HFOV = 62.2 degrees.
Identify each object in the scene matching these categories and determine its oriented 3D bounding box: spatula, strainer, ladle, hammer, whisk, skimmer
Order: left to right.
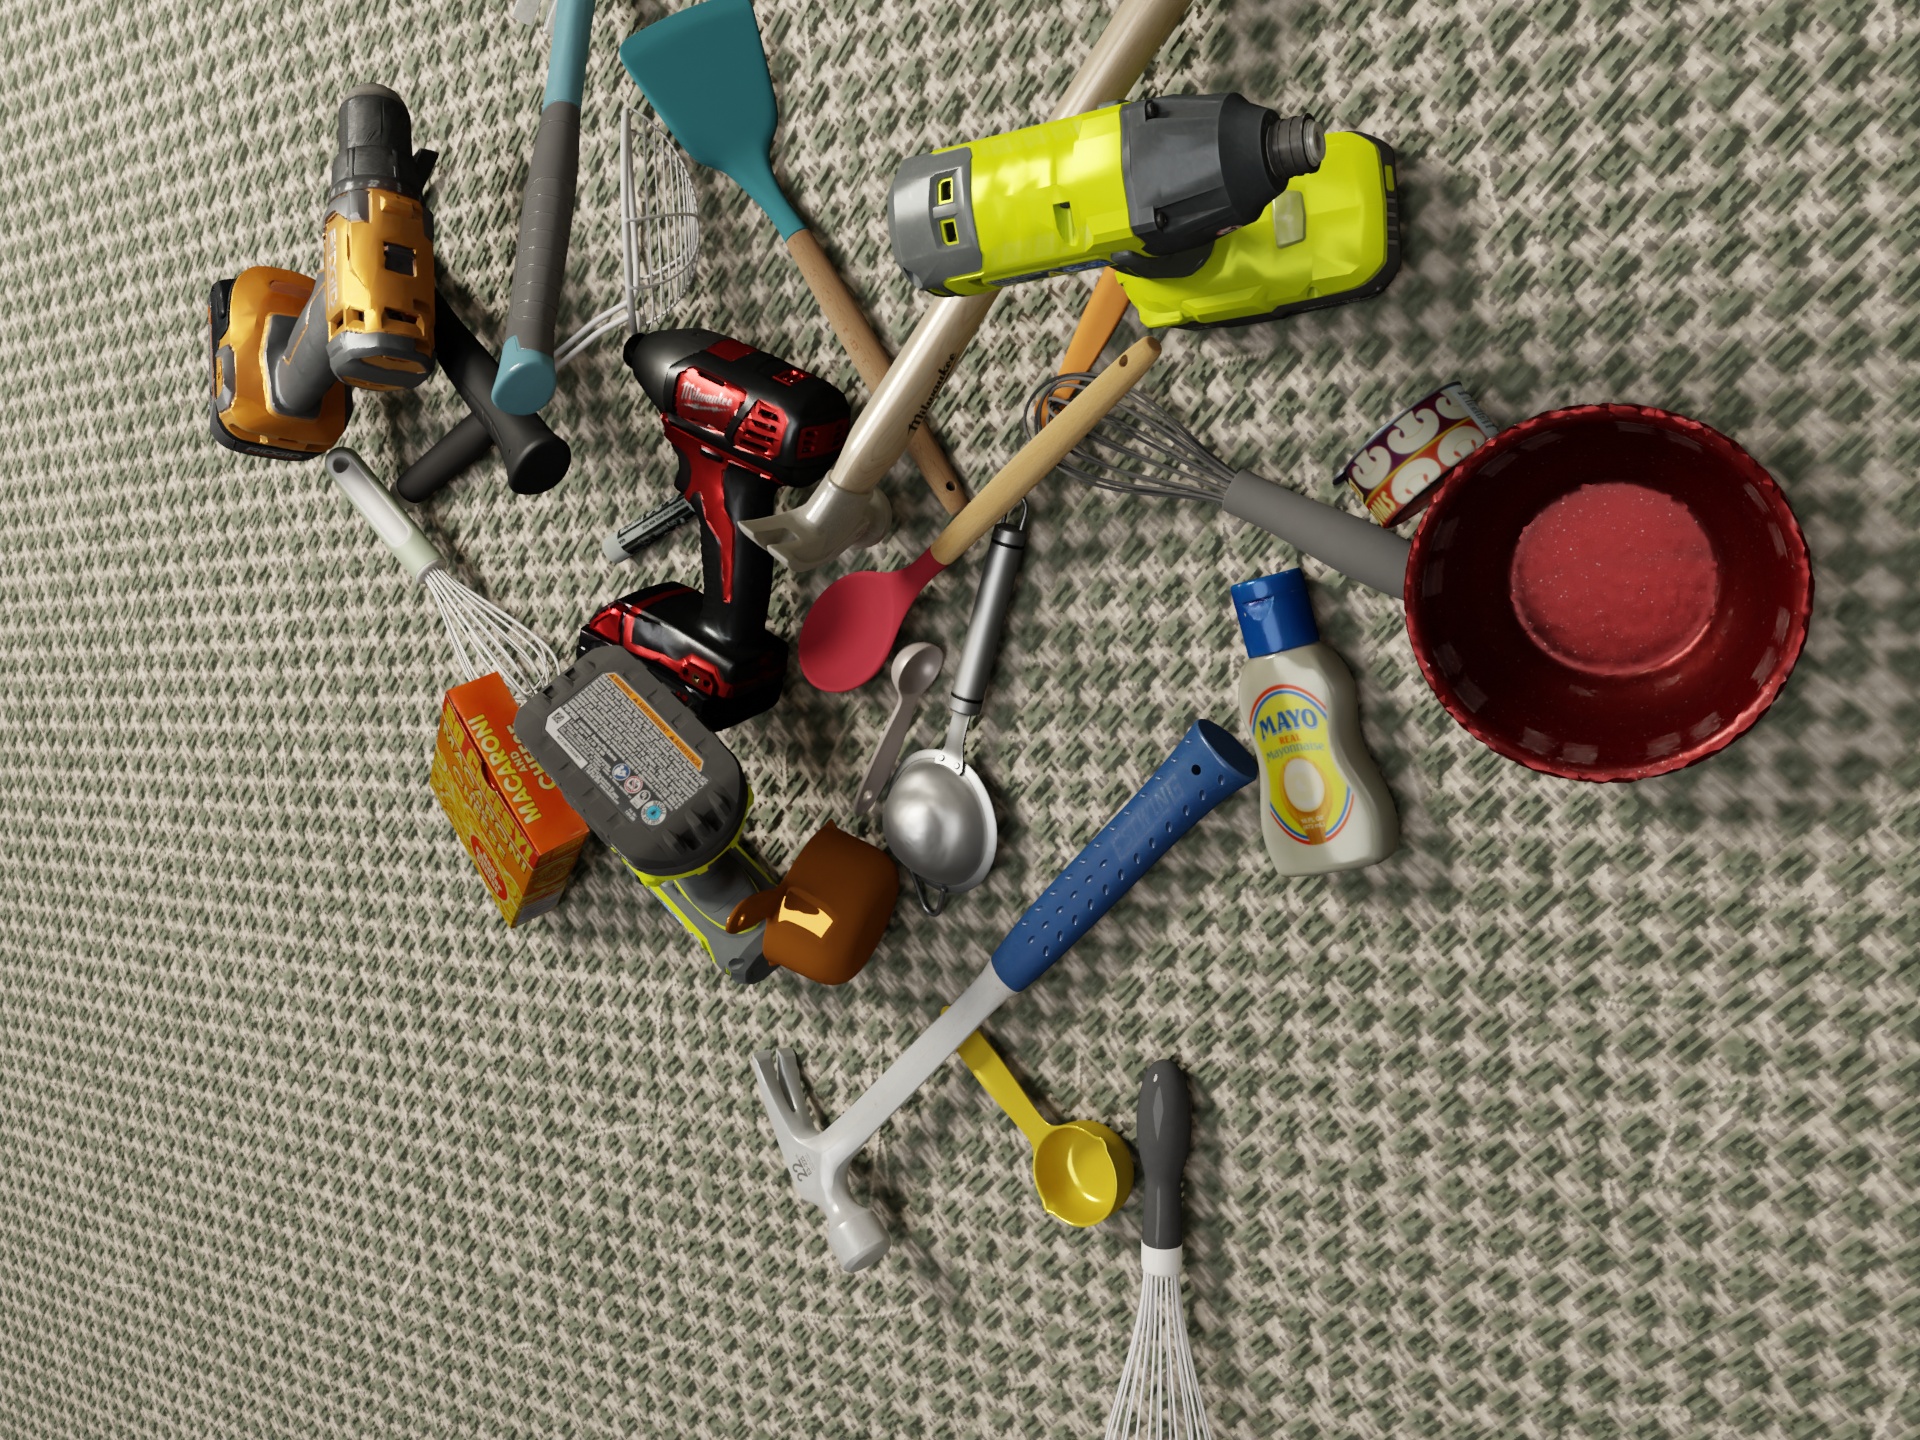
[{"bbox_3d":[-0.356,-0.096,1.084,0.058,0.059,0.246,-41,80,-3],"label":"whisk"},{"bbox_3d":[-0.314,-0.239,0.985,0.335,0.035,0.146,48,124,40],"label":"hammer"},{"bbox_3d":[-0.283,-0.236,0.998,0.363,0.090,0.127,-28,57,35],"label":"skimmer"},{"bbox_3d":[-0.227,-0.332,0.900,0.128,0.033,0.331,-15,66,51],"label":"hammer"},{"bbox_3d":[-0.079,-0.253,0.889,0.317,0.082,0.044,59,166,5],"label":"spatula"},{"bbox_3d":[-0.001,-0.003,0.896,0.087,0.050,0.258,26,109,35],"label":"strainer"},{"bbox_3d":[0.003,-0.103,0.840,0.315,0.031,0.069,-39,58,45],"label":"ladle"},{"bbox_3d":[0.016,0.146,0.905,0.405,0.035,0.144,-50,61,27],"label":"hammer"},{"bbox_3d":[0.027,-0.246,0.767,0.038,0.146,0.410,37,109,5],"label":"hammer"},{"bbox_3d":[0.110,0.326,0.880,0.070,0.070,0.284,3,95,32],"label":"whisk"},{"bbox_3d":[0.135,-0.111,0.783,0.239,0.055,0.055,29,114,20],"label":"whisk"}]

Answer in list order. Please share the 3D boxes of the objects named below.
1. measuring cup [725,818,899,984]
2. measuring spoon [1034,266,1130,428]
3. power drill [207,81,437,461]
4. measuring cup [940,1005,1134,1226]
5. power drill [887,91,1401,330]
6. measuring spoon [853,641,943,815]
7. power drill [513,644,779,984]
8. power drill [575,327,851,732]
[{"bbox_3d":[-0.081,0.111,0.890,0.052,0.173,0.095,23,95,11],"label":"measuring cup"},{"bbox_3d":[0.068,-0.203,0.827,0.021,0.011,0.117,39,117,21],"label":"measuring spoon"},{"bbox_3d":[-0.401,-0.276,1.006,0.226,0.084,0.185,-16,76,46],"label":"power drill"},{"bbox_3d":[0.043,0.223,0.924,0.157,0.029,0.062,48,118,30],"label":"measuring cup"},{"bbox_3d":[0.099,-0.216,0.677,0.171,0.223,0.080,-1,99,33],"label":"power drill"},{"bbox_3d":[-0.043,0.004,0.930,0.018,0.034,0.124,41,123,30],"label":"measuring spoon"},{"bbox_3d":[-0.181,0.050,0.935,0.080,0.228,0.191,-42,72,-15],"label":"power drill"},{"bbox_3d":[-0.151,-0.115,0.926,0.143,0.078,0.219,28,120,21],"label":"power drill"}]
